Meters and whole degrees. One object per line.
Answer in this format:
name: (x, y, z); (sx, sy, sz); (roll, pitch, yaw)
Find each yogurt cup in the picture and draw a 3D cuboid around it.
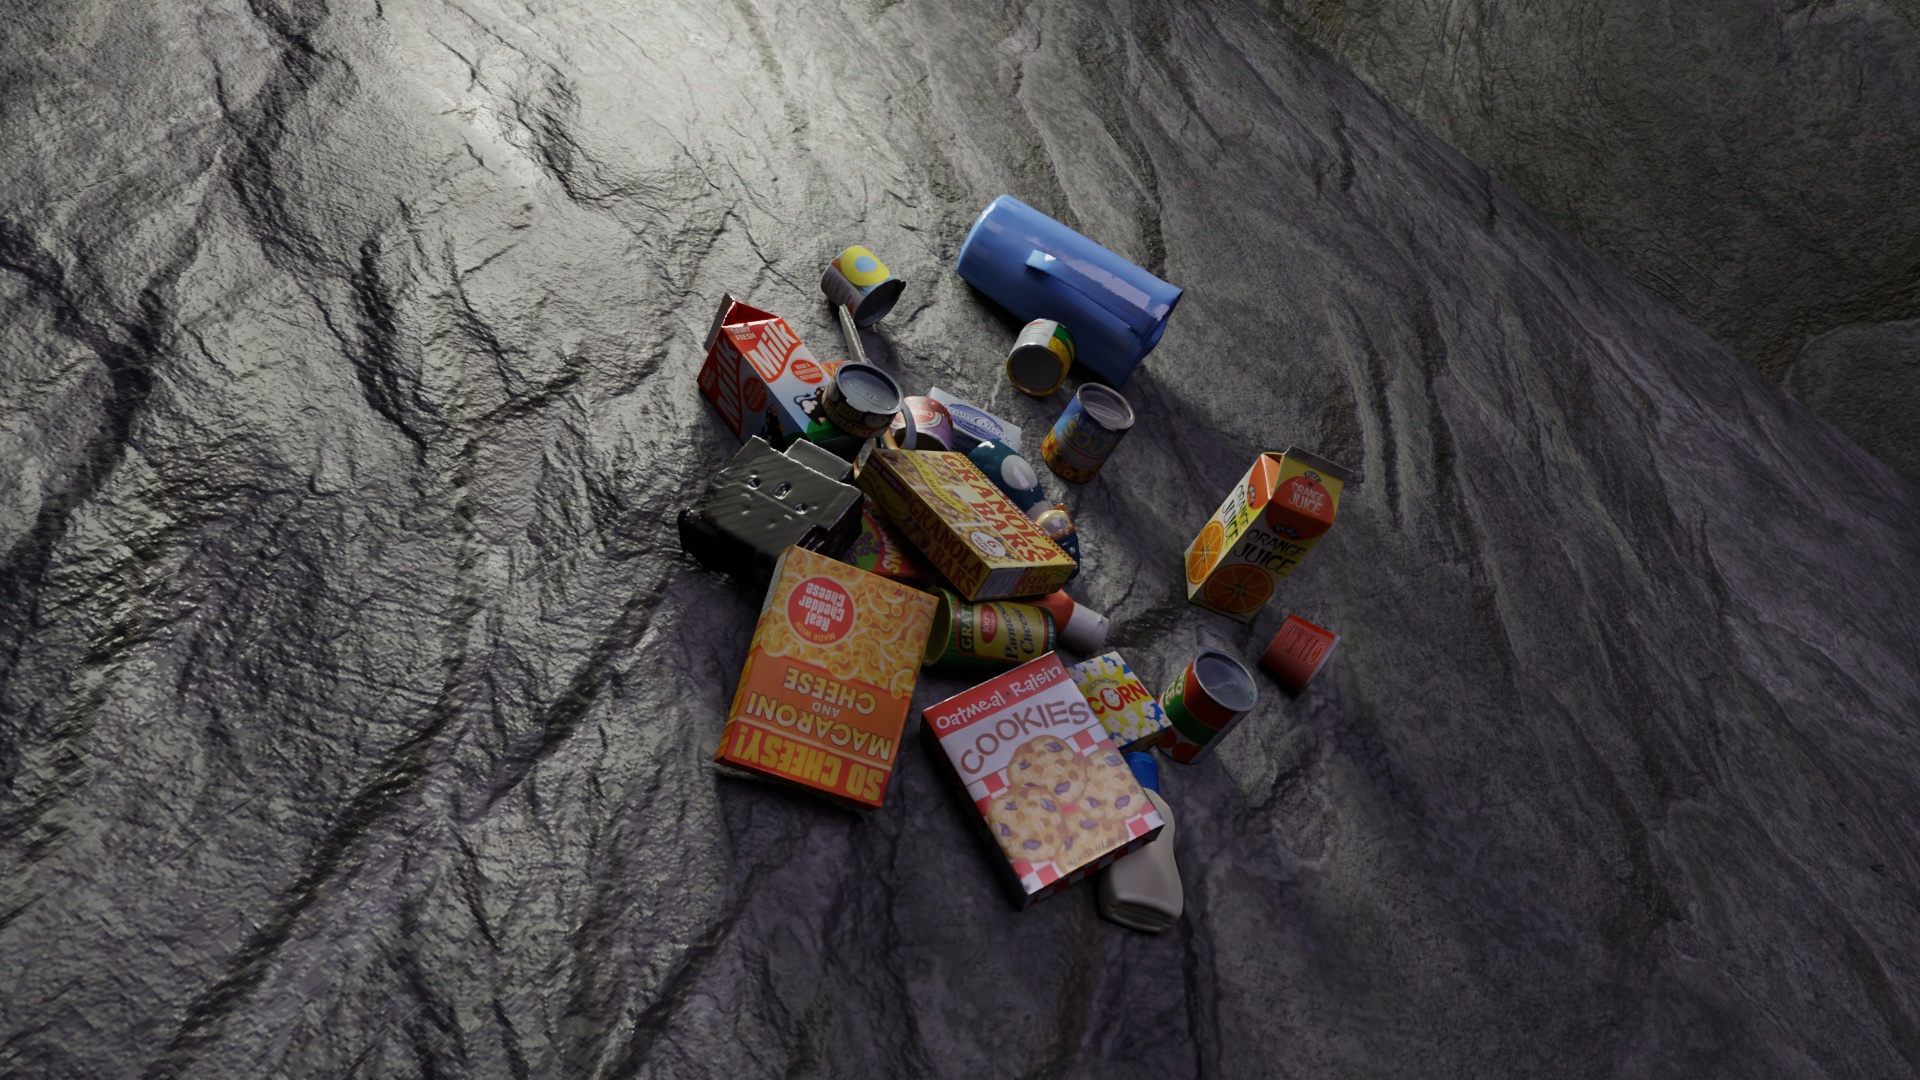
yogurt cup: (0.330, 0.108, 1.358); (0.054, 0.072, 0.073); (34, 38, 13)

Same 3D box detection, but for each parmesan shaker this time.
parmesan shaker: (0.022, 0.078, 1.171); (0.103, 0.071, 0.071); (11, 44, -26)

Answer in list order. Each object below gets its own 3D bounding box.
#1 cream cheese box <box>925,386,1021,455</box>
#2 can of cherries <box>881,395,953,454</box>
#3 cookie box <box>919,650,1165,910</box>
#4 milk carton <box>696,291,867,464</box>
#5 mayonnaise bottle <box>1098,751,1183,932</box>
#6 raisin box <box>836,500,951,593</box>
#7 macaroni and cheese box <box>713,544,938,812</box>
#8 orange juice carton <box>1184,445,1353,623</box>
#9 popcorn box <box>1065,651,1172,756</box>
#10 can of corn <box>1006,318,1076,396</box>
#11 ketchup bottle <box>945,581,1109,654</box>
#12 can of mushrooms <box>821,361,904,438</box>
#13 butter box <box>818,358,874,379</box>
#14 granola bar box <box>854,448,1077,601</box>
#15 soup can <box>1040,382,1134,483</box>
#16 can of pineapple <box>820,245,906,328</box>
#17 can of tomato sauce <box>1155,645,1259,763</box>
cream cheese box: (0.009, -0.112, 1.398); (0.104, 0.024, 0.054); (24, 38, -12)
can of cherries: (-0.041, -0.096, 1.309); (0.071, 0.071, 0.059); (22, 40, -15)
cookie box: (0.060, 0.182, 1.077); (0.123, 0.040, 0.168); (-22, 61, -19)
milk carton: (-0.173, -0.137, 1.259); (0.074, 0.072, 0.191); (-17, 60, -45)
mayonnaise bottle: (0.142, 0.237, 1.110); (0.065, 0.041, 0.149); (20, 39, -11)
raisin box: (-0.075, 0.007, 1.202); (0.123, 0.040, 0.086); (5, 45, -32)
macaroni and cheese box: (-0.097, 0.103, 1.030); (0.124, 0.040, 0.167); (21, 68, -14)
orange juice carton: (0.300, -0.014, 1.361); (0.072, 0.191, 0.073); (21, 39, -14)
popcorn box: (0.108, 0.149, 1.179); (0.127, 0.038, 0.085); (-13, 56, -42)
can of corn: (0.089, -0.196, 1.511); (0.071, 0.070, 0.058); (30, 39, -4)
ketchup bottle: (0.061, 0.054, 1.243); (0.149, 0.043, 0.065); (27, 32, -9)
can of mushrooms: (-0.087, -0.122, 1.220); (0.071, 0.033, 0.071); (21, 40, -18)
butter box: (-0.119, -0.147, 1.346); (0.104, 0.024, 0.053); (-12, 57, -42)
granola bar box: (0.004, -0.015, 1.206); (0.124, 0.039, 0.166); (-2, 40, -51)
soup can: (0.130, -0.108, 1.430); (0.071, 0.083, 0.072); (19, 41, -17)
can of pineapple: (-0.102, -0.265, 1.448); (0.058, 0.070, 0.071); (46, 40, 16)
can of tomato sauce: (0.210, 0.145, 1.219); (0.071, 0.082, 0.071); (19, 40, -17)
